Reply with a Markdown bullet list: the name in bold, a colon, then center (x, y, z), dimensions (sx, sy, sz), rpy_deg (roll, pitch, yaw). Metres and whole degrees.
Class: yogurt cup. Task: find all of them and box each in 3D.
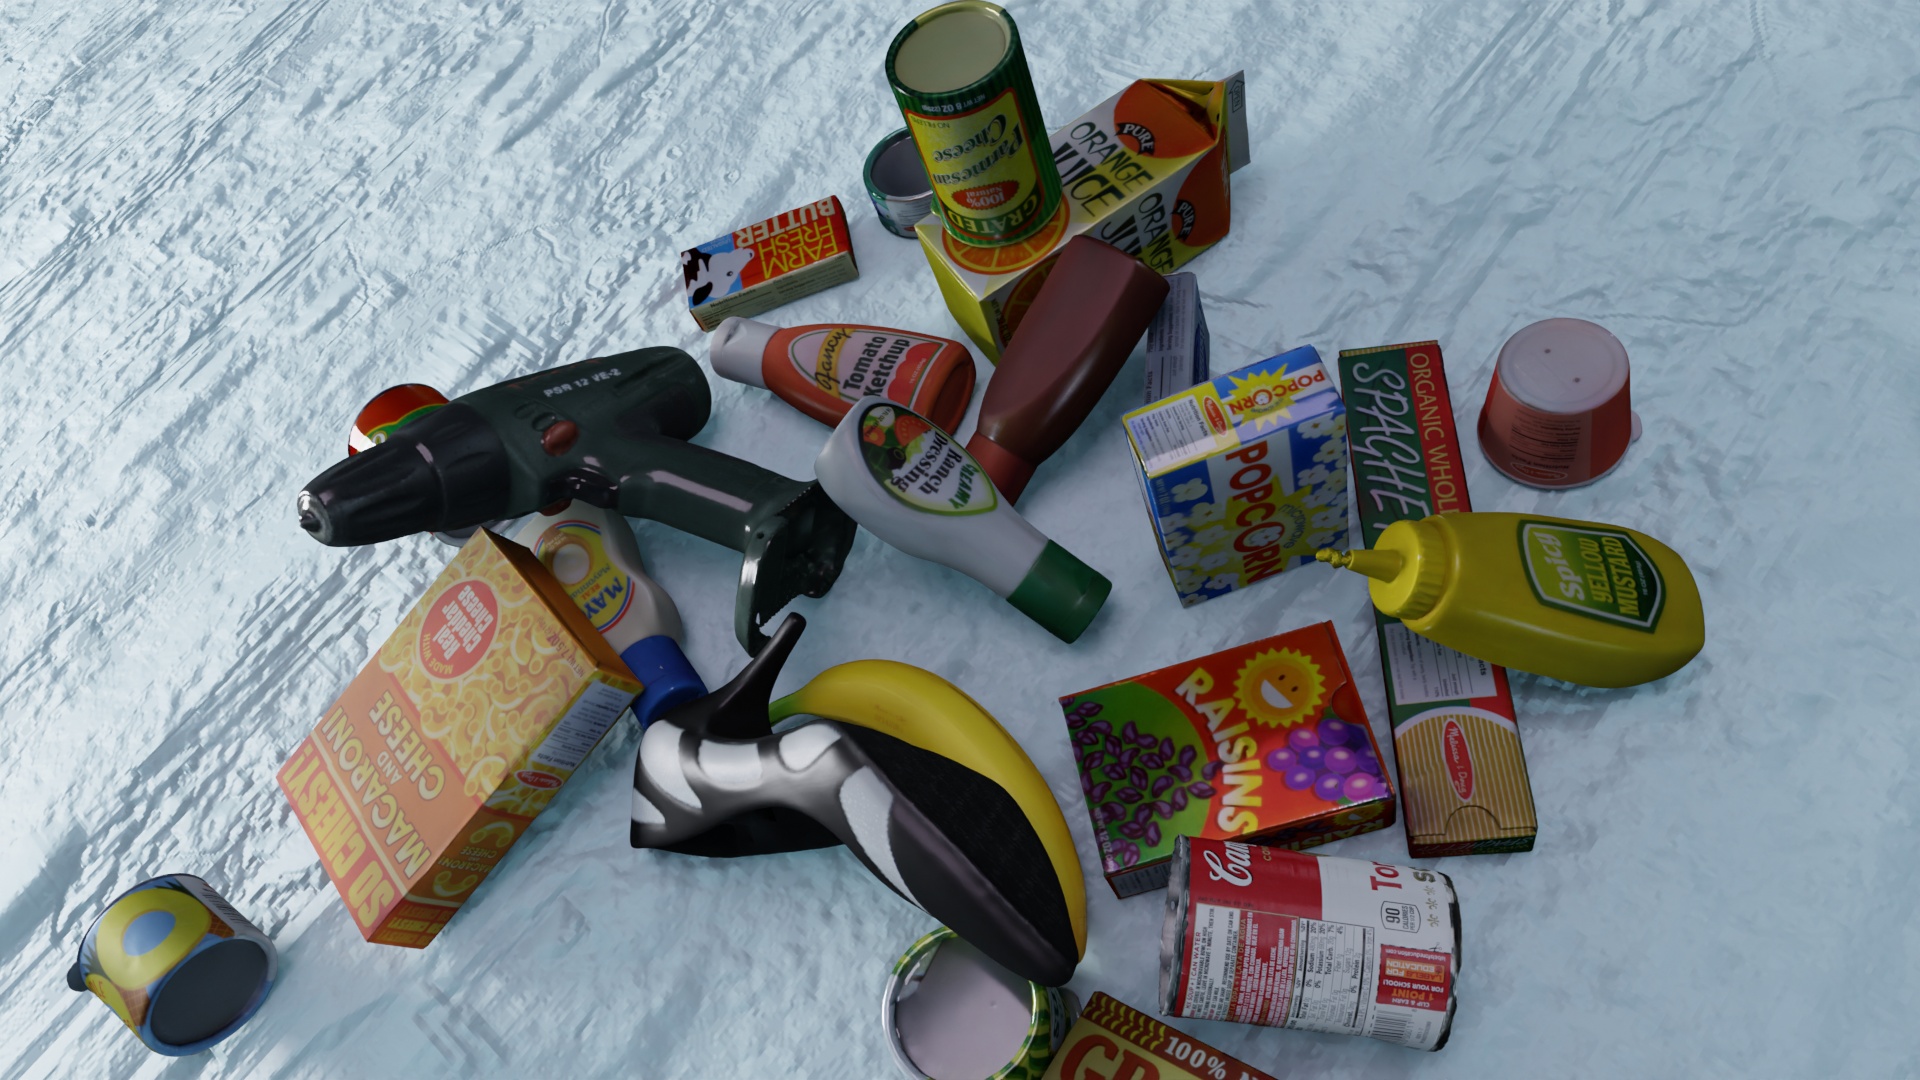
- **yogurt cup**: center (0.274, -0.065, 0.636), dimensions (0.072, 0.053, 0.073), rpy_deg (-8, 57, 13)

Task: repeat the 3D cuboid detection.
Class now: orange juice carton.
- **orange juice carton**: center (0.079, -0.180, 0.757), dimensions (0.193, 0.071, 0.073), rpy_deg (-34, 56, -5)

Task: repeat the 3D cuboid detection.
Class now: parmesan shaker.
- **parmesan shaker**: center (0.005, -0.204, 0.687), dimensions (0.071, 0.102, 0.071), rpy_deg (-8, 59, 13)

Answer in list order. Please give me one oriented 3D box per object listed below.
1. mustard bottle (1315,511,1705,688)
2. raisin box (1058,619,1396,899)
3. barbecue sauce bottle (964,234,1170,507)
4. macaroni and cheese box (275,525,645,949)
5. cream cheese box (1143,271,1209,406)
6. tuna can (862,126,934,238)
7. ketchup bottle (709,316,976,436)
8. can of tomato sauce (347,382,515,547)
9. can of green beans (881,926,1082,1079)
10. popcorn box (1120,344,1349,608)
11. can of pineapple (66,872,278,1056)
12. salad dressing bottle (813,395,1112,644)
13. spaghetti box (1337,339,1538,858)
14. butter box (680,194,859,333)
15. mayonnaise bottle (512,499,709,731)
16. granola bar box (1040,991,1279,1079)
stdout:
- **mustard bottle**: center (0.220, 0.019, 0.564), dimensions (0.160, 0.048, 0.065), rpy_deg (9, 56, -13)
- **raisin box**: center (0.113, 0.093, 0.597), dimensions (0.123, 0.040, 0.086), rpy_deg (-16, 55, 6)
- **barbecue sauce bottle**: center (0.042, -0.077, 0.693), dimensions (0.148, 0.043, 0.065), rpy_deg (-59, 38, 6)
- **macaroni and cheese box**: center (-0.248, 0.095, 0.683), dimensions (0.166, 0.040, 0.124), rpy_deg (-50, 56, 2)
- **cream cheese box**: center (0.109, -0.078, 0.696), dimensions (0.024, 0.053, 0.104), rpy_deg (-3, 58, 17)
- **tuna can**: center (-0.024, -0.219, 0.836), dimensions (0.071, 0.032, 0.071), rpy_deg (-8, 58, 12)
- **ketchup bottle**: center (-0.069, -0.092, 0.765), dimensions (0.149, 0.043, 0.065), rpy_deg (16, 65, 26)
- **can of tomato sauce**: center (-0.297, -0.042, 0.789), dimensions (0.083, 0.071, 0.071), rpy_deg (32, 73, 30)
- **can of green beans**: center (0.008, 0.193, 0.556), dimensions (0.071, 0.057, 0.071), rpy_deg (-8, 58, 12)
- **popcorn box**: center (0.125, -0.025, 0.614), dimensions (0.085, 0.126, 0.038), rpy_deg (-21, 59, 4)
- **can of pineapple**: center (-0.373, 0.203, 0.661), dimensions (0.058, 0.070, 0.071), rpy_deg (24, 69, 28)
- **salad dressing bottle**: center (0.002, -0.008, 0.654), dimensions (0.147, 0.043, 0.064), rpy_deg (36, 47, -1)
- **spaghetti box**: center (0.208, 0.017, 0.621), dimensions (0.050, 0.028, 0.251), rpy_deg (-7, 58, 13)
- **butter box**: center (-0.115, -0.167, 0.837), dimensions (0.103, 0.024, 0.053), rpy_deg (-19, 56, 5)
- **mayonnaise bottle**: center (-0.179, 0.038, 0.719), dimensions (0.065, 0.041, 0.148), rpy_deg (-40, 56, -4)
- **granola bar box**: center (0.084, 0.245, 0.475), dimensions (0.165, 0.039, 0.124), rpy_deg (11, 57, 47)
